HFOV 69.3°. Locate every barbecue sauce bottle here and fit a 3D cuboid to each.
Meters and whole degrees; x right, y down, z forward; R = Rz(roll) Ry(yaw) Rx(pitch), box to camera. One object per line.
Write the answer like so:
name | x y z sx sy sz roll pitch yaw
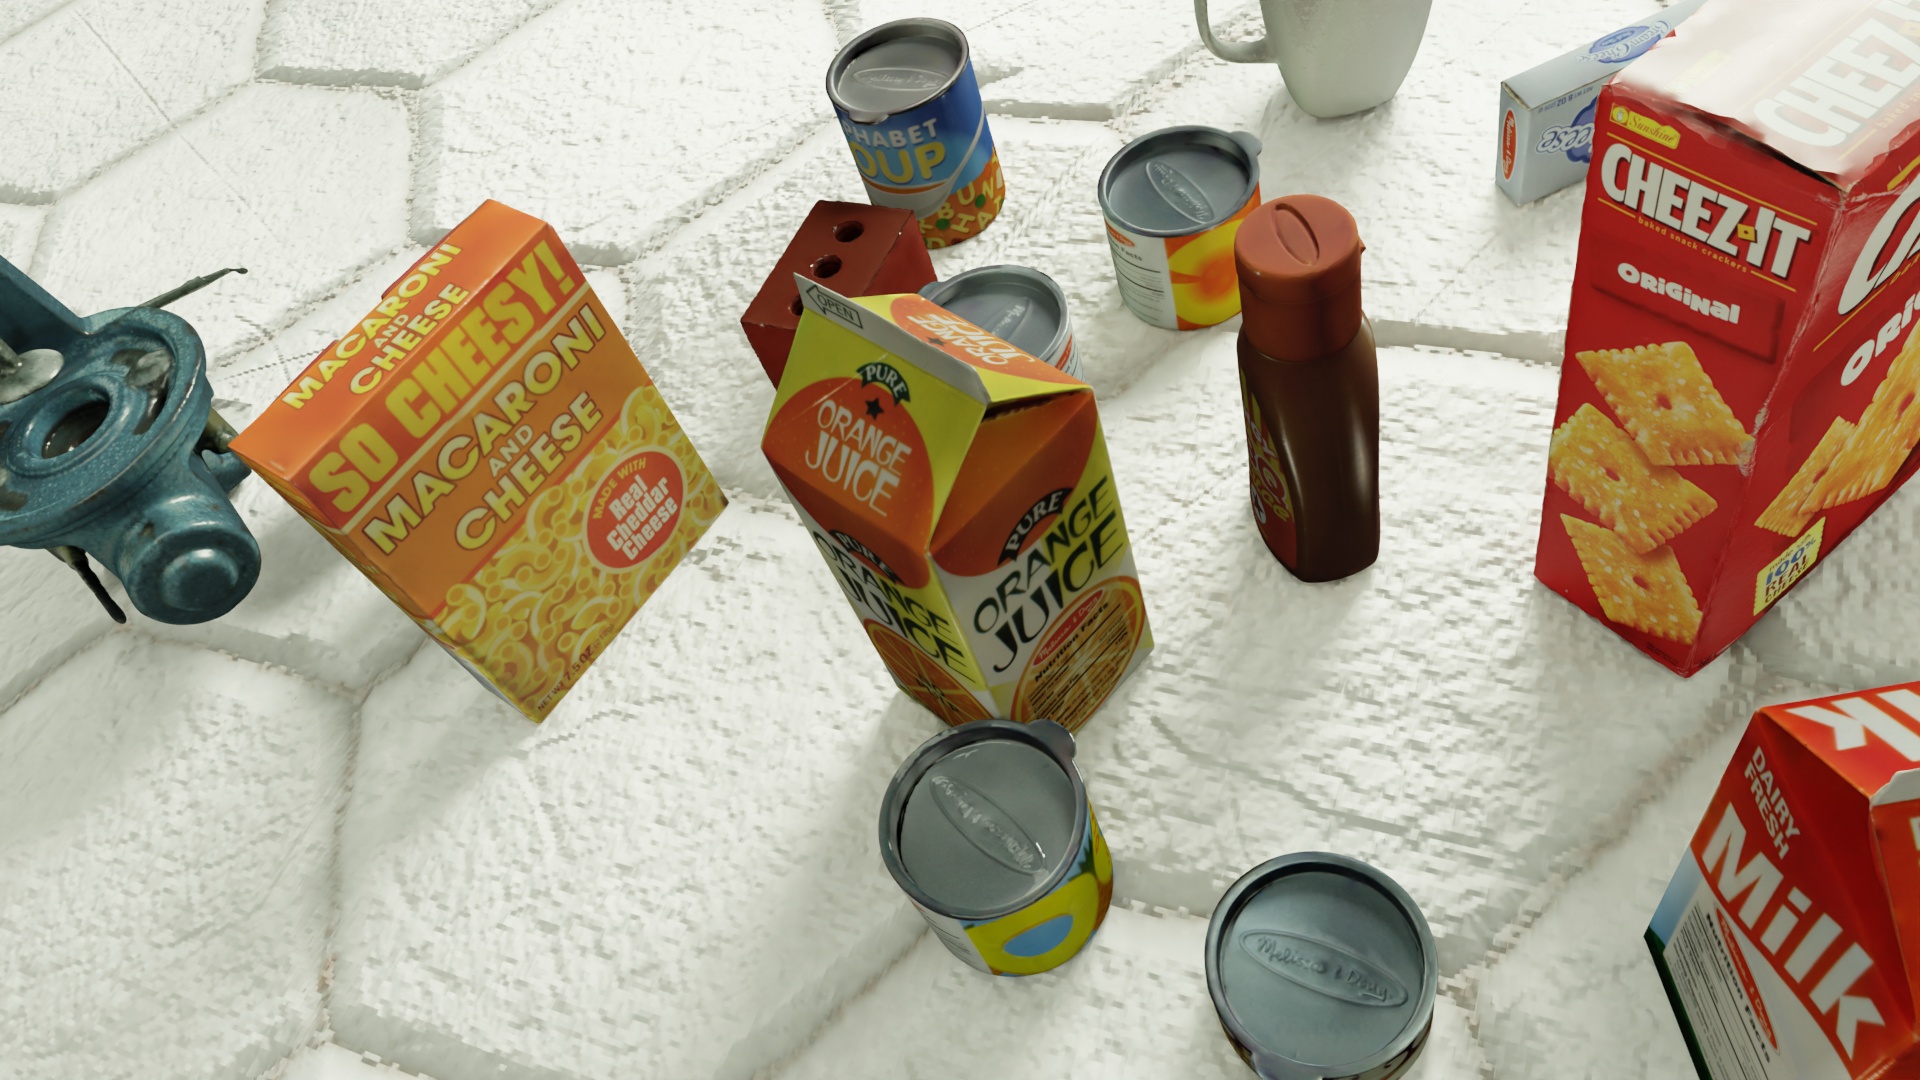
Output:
barbecue sauce bottle | 0.117 -0.049 0.467 0.044 0.148 0.065 -18 53 4

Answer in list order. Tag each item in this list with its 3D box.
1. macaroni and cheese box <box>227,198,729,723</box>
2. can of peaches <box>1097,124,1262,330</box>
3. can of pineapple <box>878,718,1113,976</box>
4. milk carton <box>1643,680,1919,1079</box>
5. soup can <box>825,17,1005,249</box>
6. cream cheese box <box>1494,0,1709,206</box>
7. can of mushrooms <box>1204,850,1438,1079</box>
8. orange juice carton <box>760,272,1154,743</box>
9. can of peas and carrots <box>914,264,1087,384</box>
macaroni and cheese box | -0.168 -0.024 0.520 0.040 0.165 0.124 24 65 29
can of peaches | 0.097 -0.133 0.589 0.071 0.057 0.071 -8 54 11
can of pineapple | 0.015 0.099 0.448 0.071 0.057 0.071 -8 54 11
milk carton | 0.219 0.087 0.314 0.072 0.189 0.074 -12 53 8
soup can | -0.020 -0.185 0.645 0.071 0.083 0.072 -8 54 11
cream cheese box | 0.274 -0.184 0.577 0.104 0.053 0.024 -24 53 -1
can of mushrooms | 0.106 0.132 0.413 0.071 0.033 0.071 -8 54 11
orange juice carton | 0.002 -0.006 0.442 0.072 0.191 0.073 33 70 32
can of peas and carrots | 0.015 -0.070 0.568 0.071 0.058 0.071 -8 54 11
